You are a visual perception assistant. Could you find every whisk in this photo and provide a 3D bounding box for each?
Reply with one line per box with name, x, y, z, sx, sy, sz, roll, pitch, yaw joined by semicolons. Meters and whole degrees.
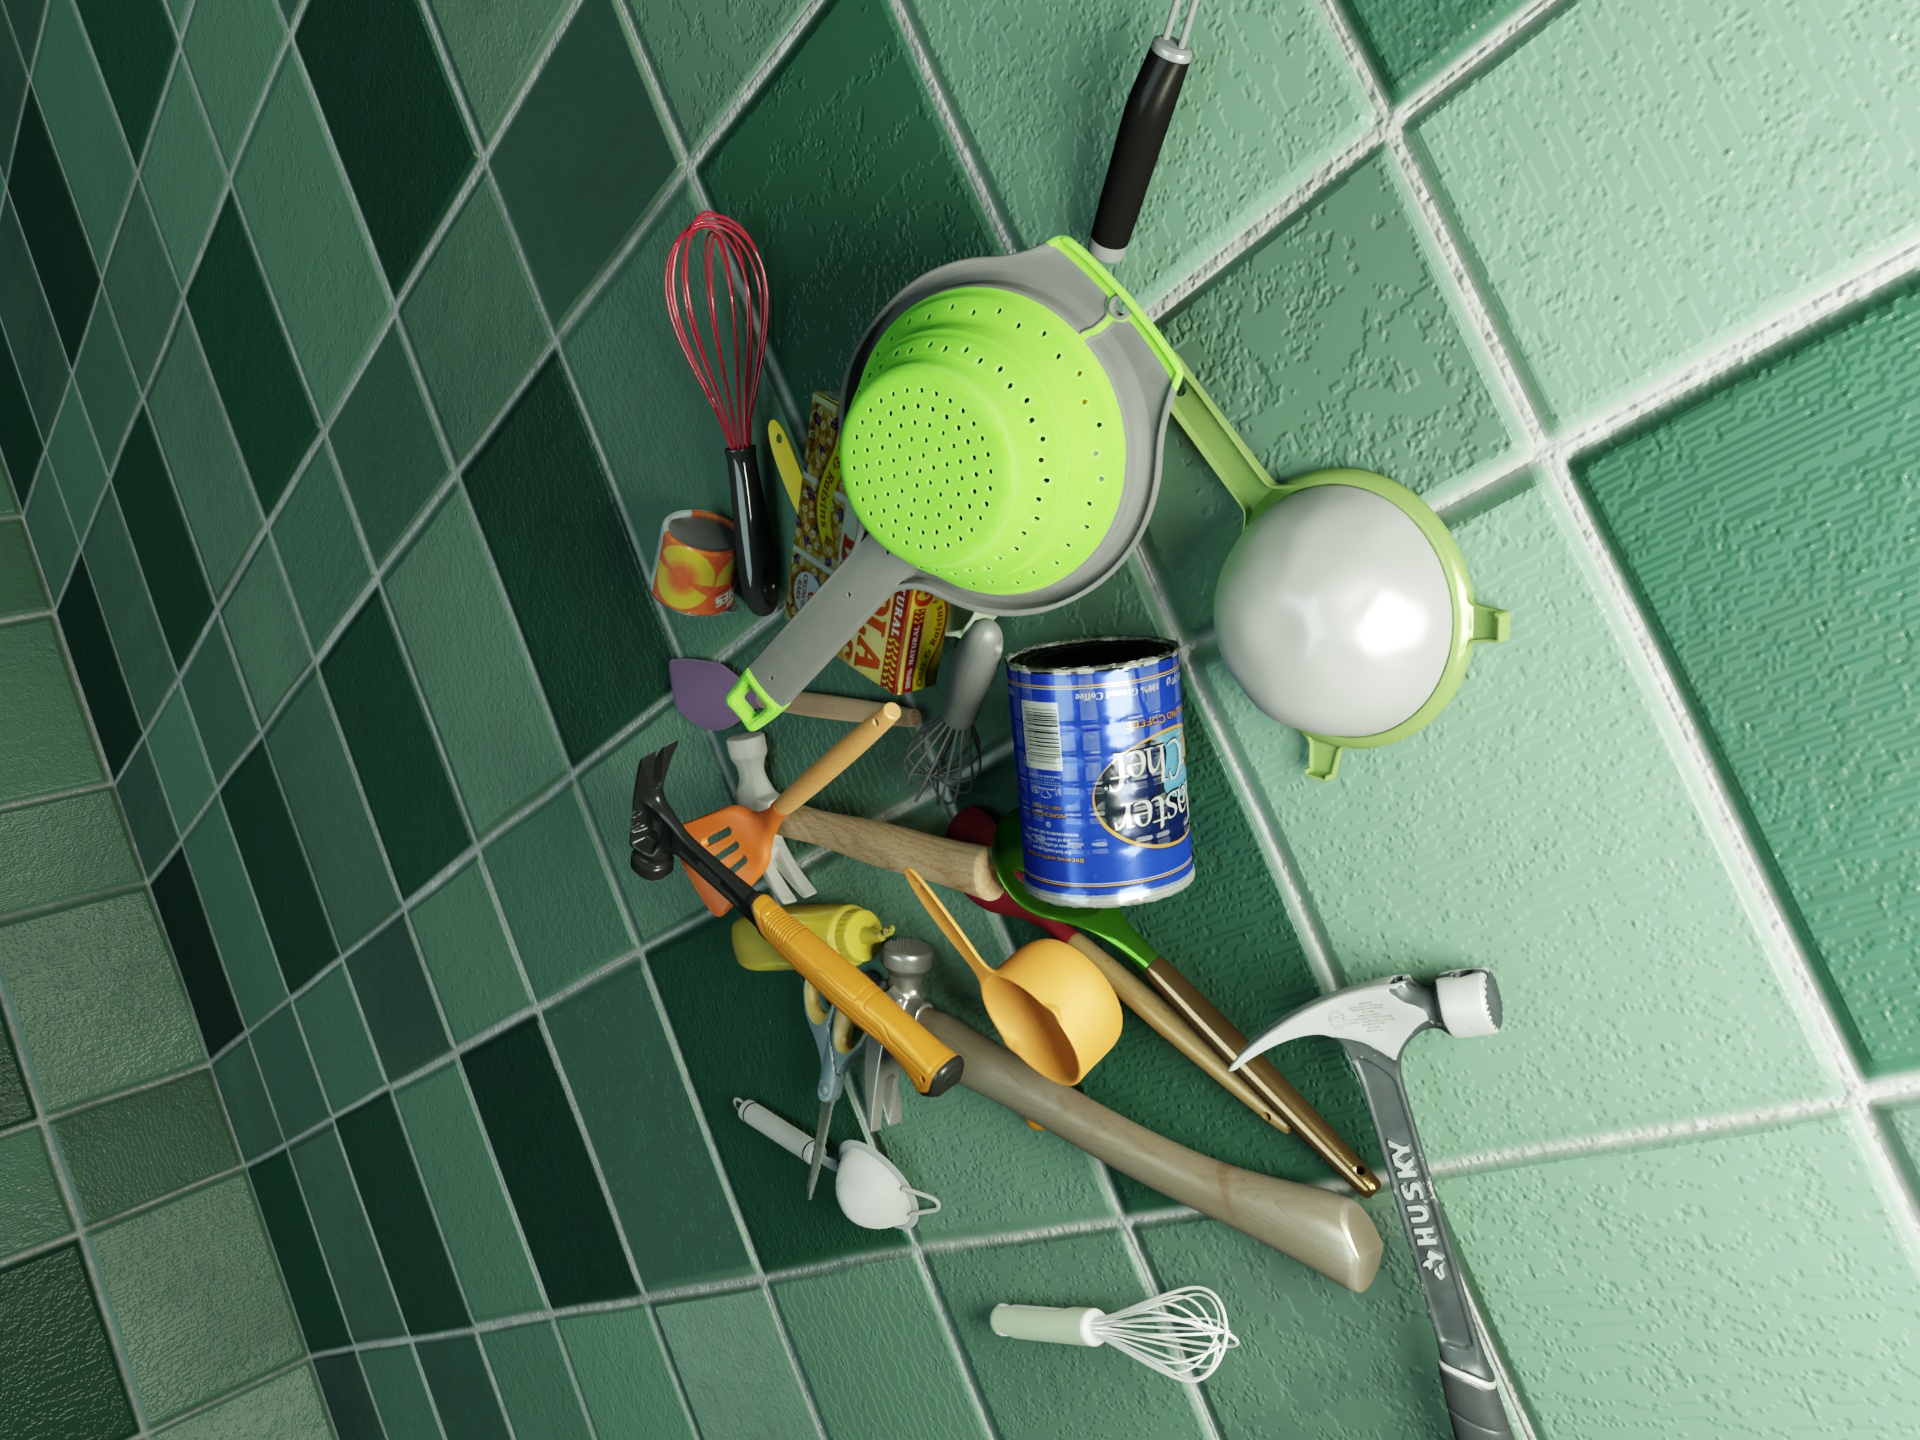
whisk;-0.165;-0.219;1.164;0.073;0.073;0.295;13;117;45
whisk;-0.003;-0.003;1.007;0.055;0.055;0.238;58;160;17
whisk;0.098;0.416;1.092;0.246;0.057;0.059;-23;51;51

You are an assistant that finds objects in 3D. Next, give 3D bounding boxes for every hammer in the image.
hammer;0.086;0.277;1.050;0.411;0.038;0.146;18;106;42
hammer;-0.125;0.151;1.157;0.337;0.034;0.127;37;134;26
hammer;-0.074;0.088;1.153;0.331;0.031;0.130;9;111;54
hammer;0.265;0.337;0.866;0.149;0.036;0.409;-14;95;29

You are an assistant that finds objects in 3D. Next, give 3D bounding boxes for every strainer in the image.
strainer;0.157;-0.096;0.841;0.256;0.069;0.151;57;136;16
strainer;-0.117;0.362;1.309;0.259;0.050;0.086;15;127;48

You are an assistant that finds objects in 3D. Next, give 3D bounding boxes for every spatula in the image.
spatula;-0.125;0.057;1.149;0.081;0.041;0.322;61;144;7
spatula;-0.137;-0.013;1.227;0.316;0.018;0.059;6;108;48

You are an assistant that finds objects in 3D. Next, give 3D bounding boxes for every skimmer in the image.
skimmer;0.144;-0.396;0.792;0.127;0.090;0.363;46;142;25

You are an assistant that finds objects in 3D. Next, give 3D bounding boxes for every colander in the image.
colander;-0.047;-0.102;0.929;0.204;0.094;0.397;50;126;5

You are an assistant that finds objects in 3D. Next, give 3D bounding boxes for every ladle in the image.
ladle;0.092;0.159;1.028;0.316;0.031;0.069;38;132;31

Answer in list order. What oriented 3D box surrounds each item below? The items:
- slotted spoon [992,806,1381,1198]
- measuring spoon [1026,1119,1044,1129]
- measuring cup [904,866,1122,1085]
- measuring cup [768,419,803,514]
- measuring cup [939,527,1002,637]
slotted spoon;0.133;0.169;0.970;0.314;0.070;0.031;45;154;22
measuring spoon;0.020;0.257;1.146;0.117;0.011;0.021;34;125;36
measuring cup;0.035;0.150;1.022;0.174;0.052;0.095;51;153;9
measuring cup;-0.098;-0.147;1.137;0.062;0.029;0.156;-35;74;47
measuring cup;-0.025;-0.081;1.070;0.167;0.038;0.083;-29;79;51
